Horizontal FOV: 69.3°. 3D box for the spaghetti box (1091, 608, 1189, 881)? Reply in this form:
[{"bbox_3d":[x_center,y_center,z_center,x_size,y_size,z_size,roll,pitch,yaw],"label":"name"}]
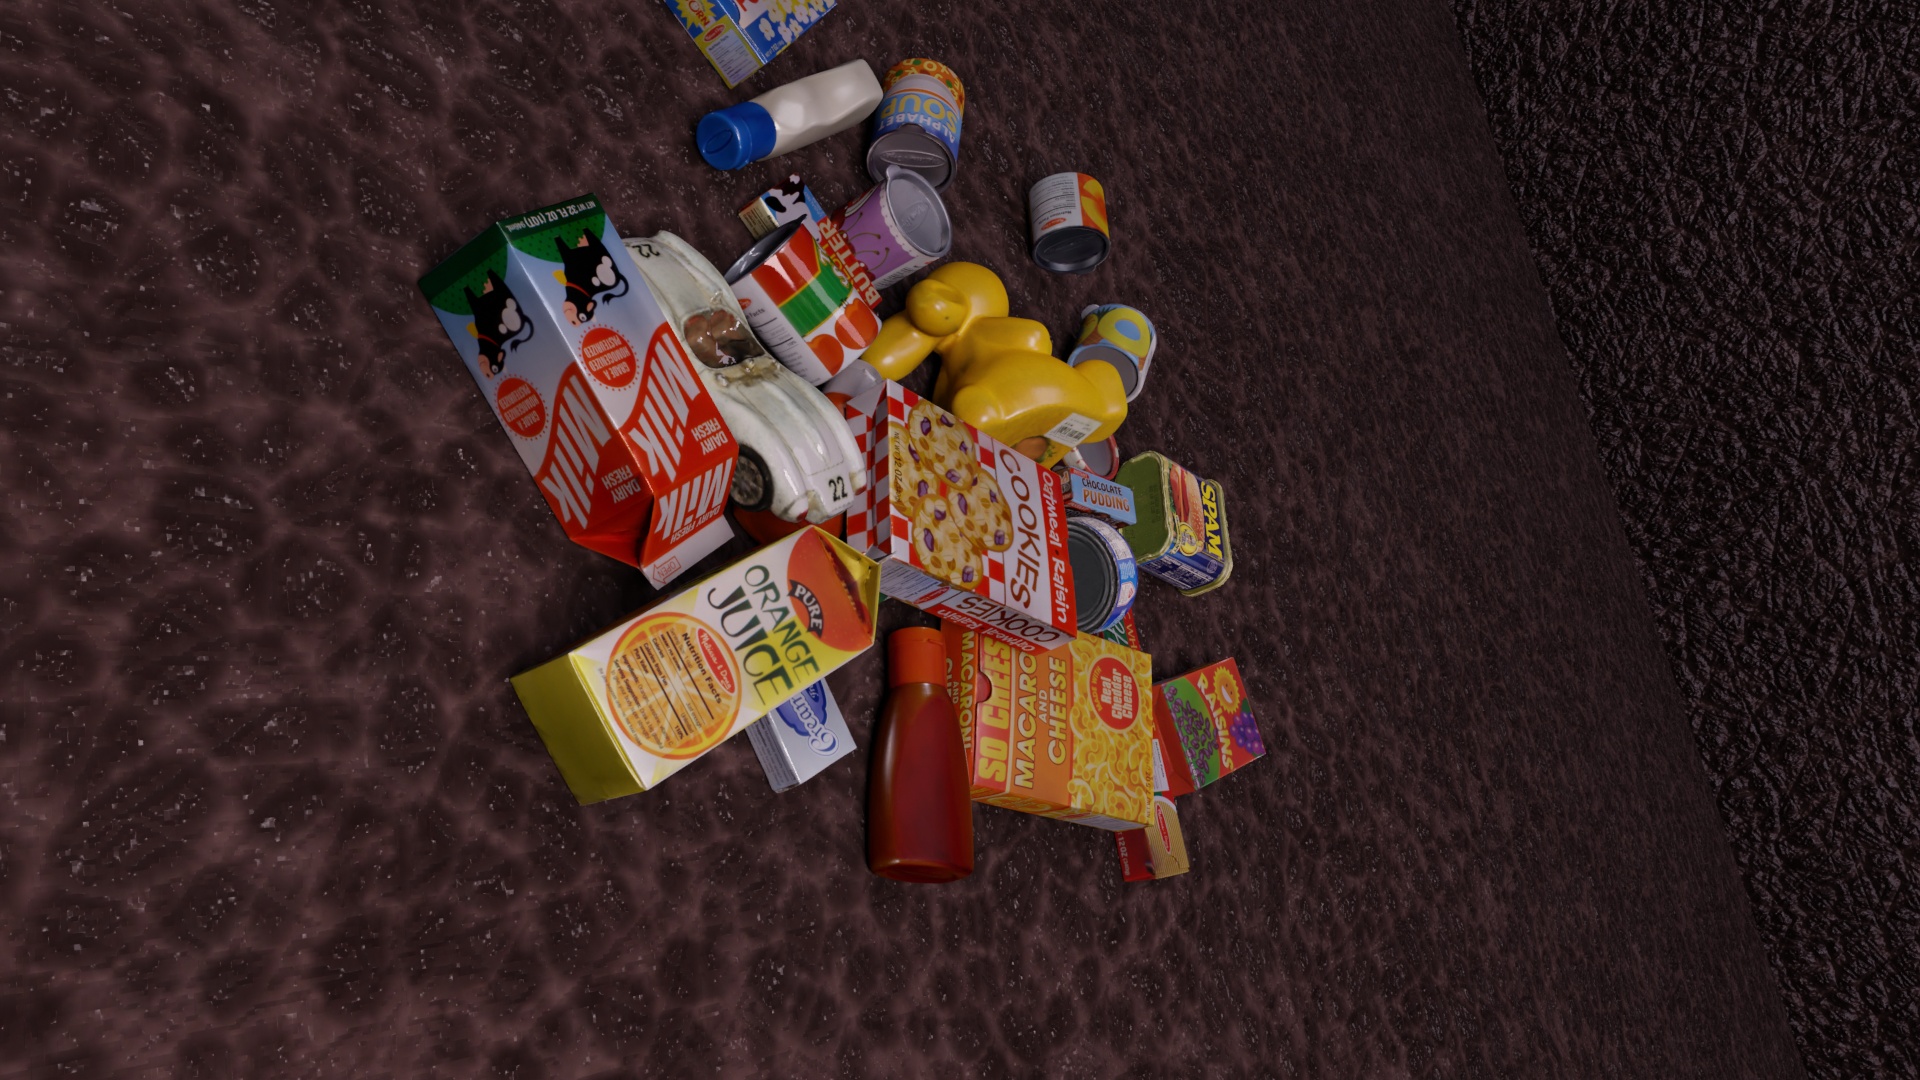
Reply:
[{"bbox_3d":[0.119,0.123,1.027,0.050,0.028,0.250,8,65,-50],"label":"spaghetti box"}]

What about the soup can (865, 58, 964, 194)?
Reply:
[{"bbox_3d":[-0.032,-0.307,1.028,0.071,0.071,0.084,35,46,-37],"label":"soup can"}]

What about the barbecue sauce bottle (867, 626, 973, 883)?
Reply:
[{"bbox_3d":[-0.025,0.126,0.830,0.065,0.043,0.149,20,56,-37],"label":"barbecue sauce bottle"}]

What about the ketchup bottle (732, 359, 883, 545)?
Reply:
[{"bbox_3d":[-0.085,-0.054,0.849,0.064,0.043,0.150,40,43,-19],"label":"ketchup bottle"}]

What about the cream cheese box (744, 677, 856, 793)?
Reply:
[{"bbox_3d":[-0.102,0.082,0.772,0.053,0.024,0.103,-28,94,-53],"label":"cream cheese box"}]

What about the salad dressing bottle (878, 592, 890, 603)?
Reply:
[{"bbox_3d":[-0.037,0.012,0.875,0.148,0.044,0.064,-24,102,-54],"label":"salad dressing bottle"}]

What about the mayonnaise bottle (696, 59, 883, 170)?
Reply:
[{"bbox_3d":[-0.114,-0.280,0.919,0.149,0.064,0.041,-41,106,-49],"label":"mayonnaise bottle"}]

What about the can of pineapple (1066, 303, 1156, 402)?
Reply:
[{"bbox_3d":[0.123,-0.154,1.150,0.071,0.071,0.058,49,40,-24],"label":"can of pineapple"}]

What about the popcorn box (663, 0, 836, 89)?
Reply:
[{"bbox_3d":[-0.145,-0.374,0.948,0.085,0.038,0.127,52,38,-22],"label":"popcorn box"}]

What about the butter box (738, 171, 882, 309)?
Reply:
[{"bbox_3d":[-0.098,-0.187,0.919,0.103,0.024,0.053,55,38,-16],"label":"butter box"}]

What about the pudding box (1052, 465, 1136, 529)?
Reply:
[{"bbox_3d":[0.090,-0.028,1.053,0.084,0.049,0.030,17,60,-47],"label":"pudding box"}]

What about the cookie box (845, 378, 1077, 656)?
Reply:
[{"bbox_3d":[0.003,-0.011,0.859,0.167,0.040,0.123,26,49,-41],"label":"cookie box"}]

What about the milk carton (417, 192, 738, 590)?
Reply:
[{"bbox_3d":[-0.182,-0.071,0.708,0.190,0.073,0.073,61,36,-9],"label":"milk carton"}]

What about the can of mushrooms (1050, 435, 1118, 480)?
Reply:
[{"bbox_3d":[0.094,-0.070,1.094,0.071,0.033,0.071,29,50,-41],"label":"can of mushrooms"}]

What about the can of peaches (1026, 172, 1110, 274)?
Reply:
[{"bbox_3d":[0.091,-0.266,1.169,0.071,0.071,0.058,22,55,-45],"label":"can of peaches"}]

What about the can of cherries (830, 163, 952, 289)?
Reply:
[{"bbox_3d":[-0.050,-0.219,0.970,0.071,0.058,0.072,26,53,-42],"label":"can of cherries"}]

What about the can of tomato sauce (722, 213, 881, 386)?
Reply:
[{"bbox_3d":[-0.098,-0.148,0.861,0.083,0.071,0.071,50,39,-23],"label":"can of tomato sauce"}]

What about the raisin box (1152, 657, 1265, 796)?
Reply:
[{"bbox_3d":[0.186,0.146,1.092,0.124,0.040,0.086,-10,79,-52],"label":"raisin box"}]

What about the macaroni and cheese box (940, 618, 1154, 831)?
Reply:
[{"bbox_3d":[0.060,0.118,0.922,0.166,0.040,0.124,20,61,-37],"label":"macaroni and cheese box"}]

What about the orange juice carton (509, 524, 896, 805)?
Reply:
[{"bbox_3d":[-0.116,0.051,0.698,0.193,0.071,0.073,-32,97,-42],"label":"orange juice carton"}]
